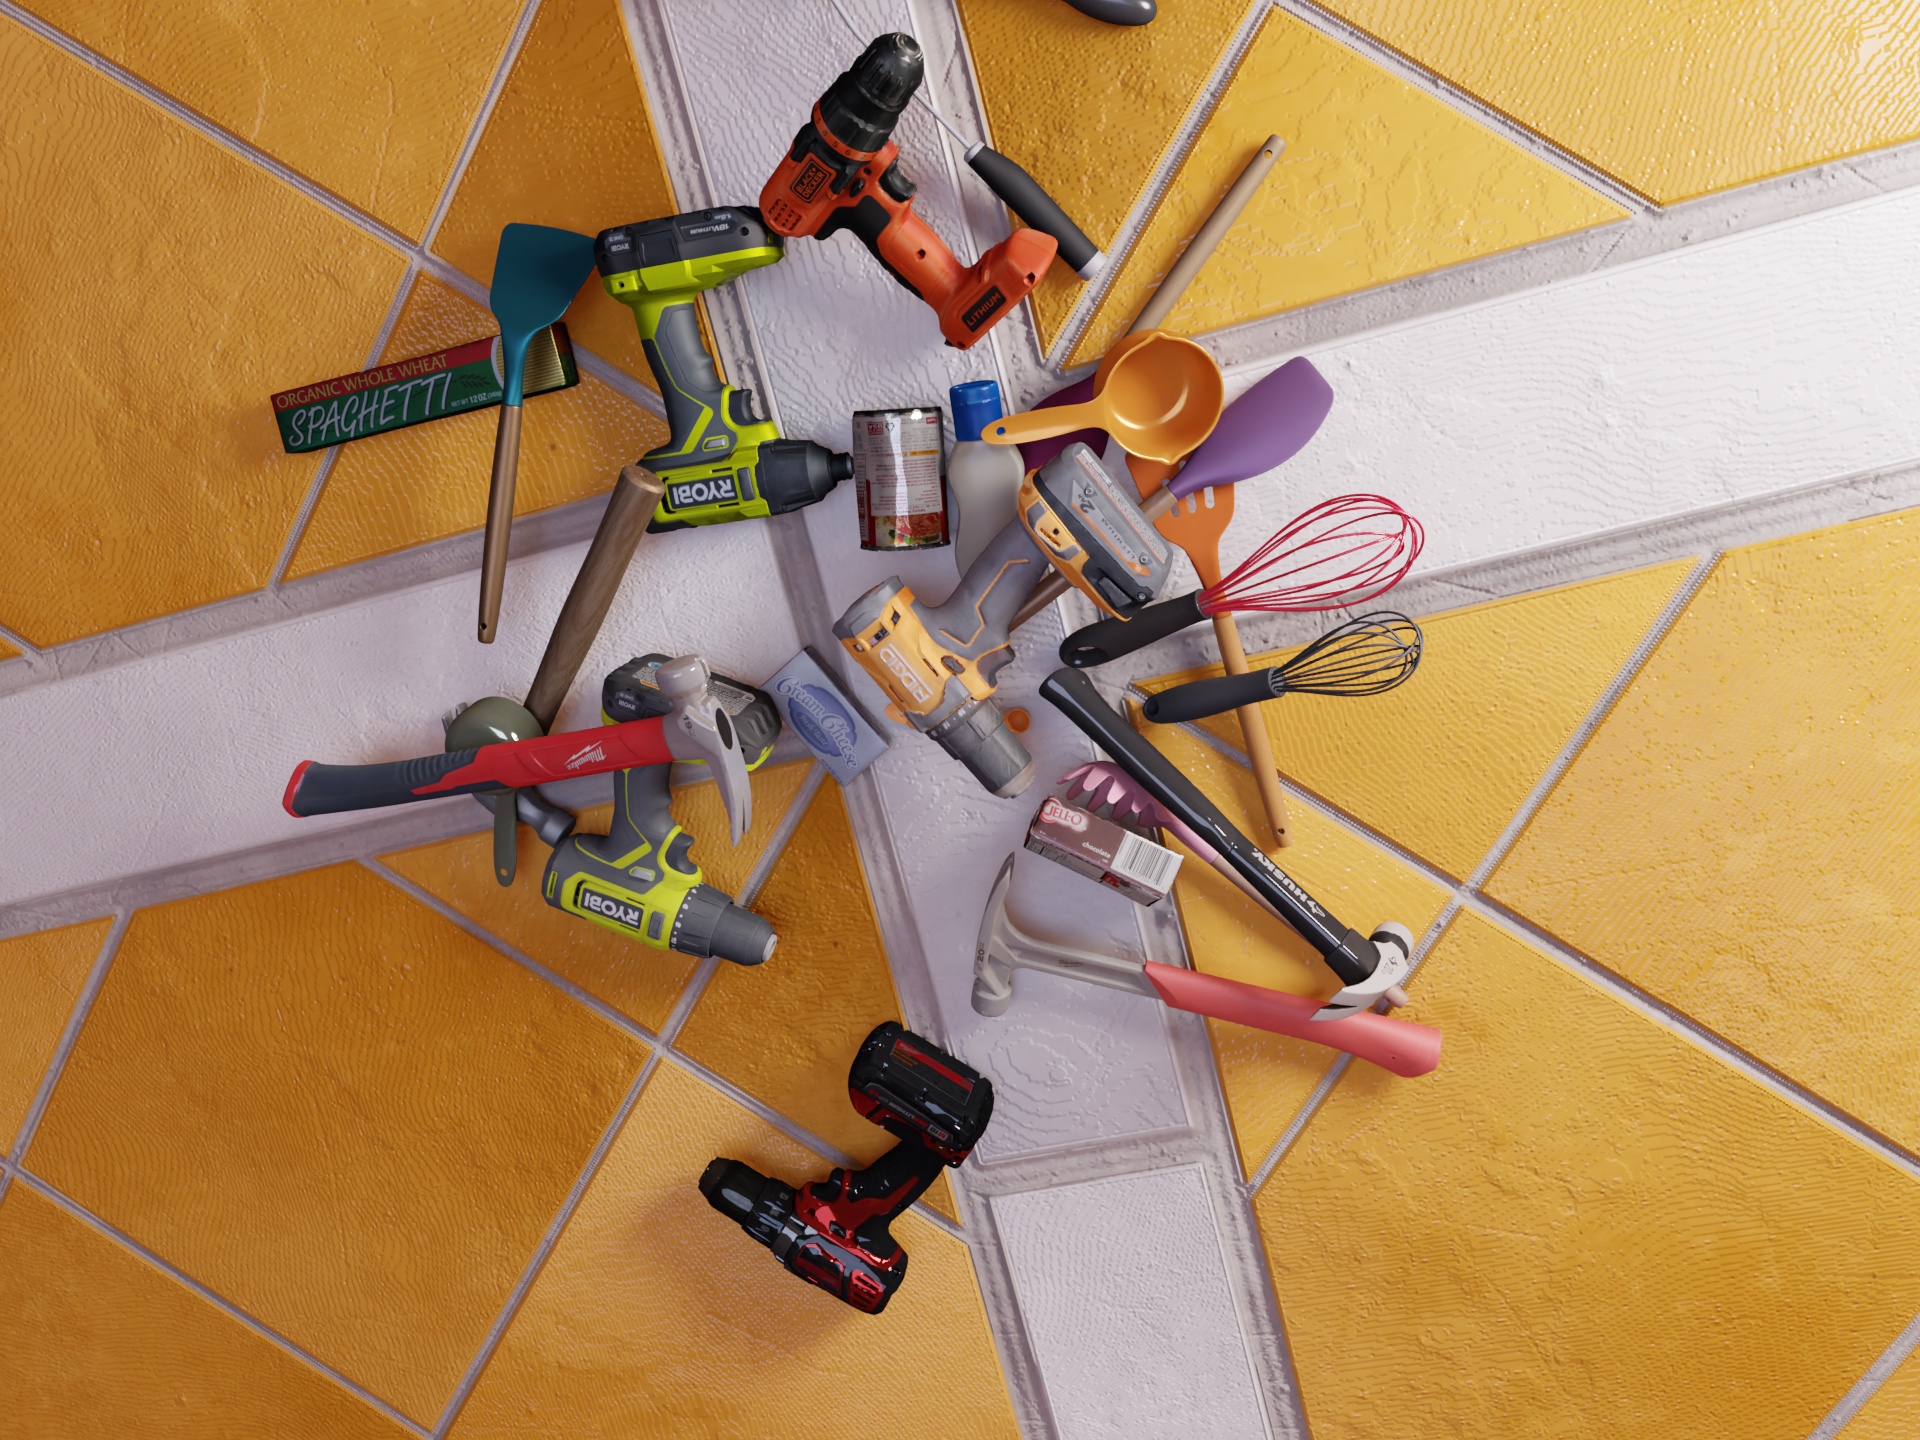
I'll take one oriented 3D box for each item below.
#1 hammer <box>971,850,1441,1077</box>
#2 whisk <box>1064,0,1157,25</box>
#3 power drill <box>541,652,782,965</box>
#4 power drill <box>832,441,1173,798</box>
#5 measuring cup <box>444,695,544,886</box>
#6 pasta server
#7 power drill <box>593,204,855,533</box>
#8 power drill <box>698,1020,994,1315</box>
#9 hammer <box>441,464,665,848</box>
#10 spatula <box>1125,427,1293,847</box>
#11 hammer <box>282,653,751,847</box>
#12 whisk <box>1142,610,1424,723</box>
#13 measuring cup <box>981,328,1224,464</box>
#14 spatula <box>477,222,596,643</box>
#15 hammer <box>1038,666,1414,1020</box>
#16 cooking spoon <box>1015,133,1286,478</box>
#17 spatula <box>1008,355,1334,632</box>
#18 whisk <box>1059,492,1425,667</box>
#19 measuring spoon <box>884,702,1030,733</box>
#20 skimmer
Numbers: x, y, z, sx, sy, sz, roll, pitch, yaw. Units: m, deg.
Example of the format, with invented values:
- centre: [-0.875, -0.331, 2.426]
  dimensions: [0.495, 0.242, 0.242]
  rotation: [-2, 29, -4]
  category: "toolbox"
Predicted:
- centre: [0.189, 0.203, 1.219]
  dimensions: [0.359, 0.037, 0.149]
  rotation: [13, 124, 4]
  category: "hammer"
- centre: [0.000, -0.532, 1.102]
  dimensions: [0.284, 0.070, 0.070]
  rotation: [19, 105, 1]
  category: "whisk"
- centre: [-0.218, 0.080, 1.251]
  dimensions: [0.190, 0.080, 0.228]
  rotation: [20, 114, 6]
  category: "power drill"
- centre: [0.045, -0.063, 1.131]
  dimensions: [0.226, 0.084, 0.185]
  rotation: [-37, 97, 22]
  category: "power drill"
- centre: [-0.372, 0.064, 1.265]
  dimensions: [0.083, 0.038, 0.167]
  rotation: [10, 112, 13]
  category: "measuring cup"
- centre: [0.211, 0.126, 1.213]
  dimensions: [0.316, 0.060, 0.040]
  rotation: [37, 75, -2]
  category: "pasta server"
- centre: [-0.177, -0.259, 1.181]
  dimensions: [0.171, 0.080, 0.223]
  rotation: [-7, 105, 12]
  category: "power drill"
- centre: [-0.095, 0.359, 1.299]
  dimensions: [0.188, 0.080, 0.226]
  rotation: [31, 108, 3]
  category: "power drill"
- centre: [-0.309, -0.055, 1.238]
  dimensions: [0.130, 0.031, 0.331]
  rotation: [32, 117, 3]
  category: "hammer"
- centre: [0.202, -0.057, 1.184]
  dimensions: [0.081, 0.041, 0.322]
  rotation: [-14, 103, 14]
  category: "spatula"
- centre: [-0.345, 0.049, 1.210]
  dimensions: [0.386, 0.038, 0.143]
  rotation: [-9, 110, 19]
  category: "hammer"
- centre: [0.222, -0.030, 1.127]
  dimensions: [0.239, 0.055, 0.055]
  rotation: [-15, 101, 44]
  category: "whisk"
- centre: [0.097, -0.226, 1.131]
  dimensions: [0.173, 0.052, 0.095]
  rotation: [-12, 116, -1]
  category: "measuring cup"
- centre: [-0.337, -0.213, 1.207]
  dimensions: [0.082, 0.044, 0.317]
  rotation: [13, 103, 9]
  category: "spatula"
- centre: [0.185, 0.082, 1.162]
  dimensions: [0.335, 0.146, 0.035]
  rotation: [44, 121, 10]
  category: "hammer"
- centre: [0.131, -0.282, 1.149]
  dimensions: [0.069, 0.017, 0.319]
  rotation: [37, 106, 1]
  category: "cooking spoon"
- centre: [0.134, -0.147, 1.154]
  dimensions: [0.316, 0.018, 0.060]
  rotation: [-37, 75, 12]
  category: "spatula"
- centre: [0.188, -0.089, 1.121]
  dimensions: [0.296, 0.073, 0.073]
  rotation: [-20, 99, 37]
  category: "whisk"
- centre: [-0.002, -0.004, 1.239]
  dimensions: [0.117, 0.011, 0.021]
  rotation: [4, 102, 13]
  category: "measuring spoon"
- centre: [-0.055, -0.422, 1.120]
  dimensions: [0.363, 0.127, 0.090]
  rotation: [41, 112, -11]
  category: "skimmer"
